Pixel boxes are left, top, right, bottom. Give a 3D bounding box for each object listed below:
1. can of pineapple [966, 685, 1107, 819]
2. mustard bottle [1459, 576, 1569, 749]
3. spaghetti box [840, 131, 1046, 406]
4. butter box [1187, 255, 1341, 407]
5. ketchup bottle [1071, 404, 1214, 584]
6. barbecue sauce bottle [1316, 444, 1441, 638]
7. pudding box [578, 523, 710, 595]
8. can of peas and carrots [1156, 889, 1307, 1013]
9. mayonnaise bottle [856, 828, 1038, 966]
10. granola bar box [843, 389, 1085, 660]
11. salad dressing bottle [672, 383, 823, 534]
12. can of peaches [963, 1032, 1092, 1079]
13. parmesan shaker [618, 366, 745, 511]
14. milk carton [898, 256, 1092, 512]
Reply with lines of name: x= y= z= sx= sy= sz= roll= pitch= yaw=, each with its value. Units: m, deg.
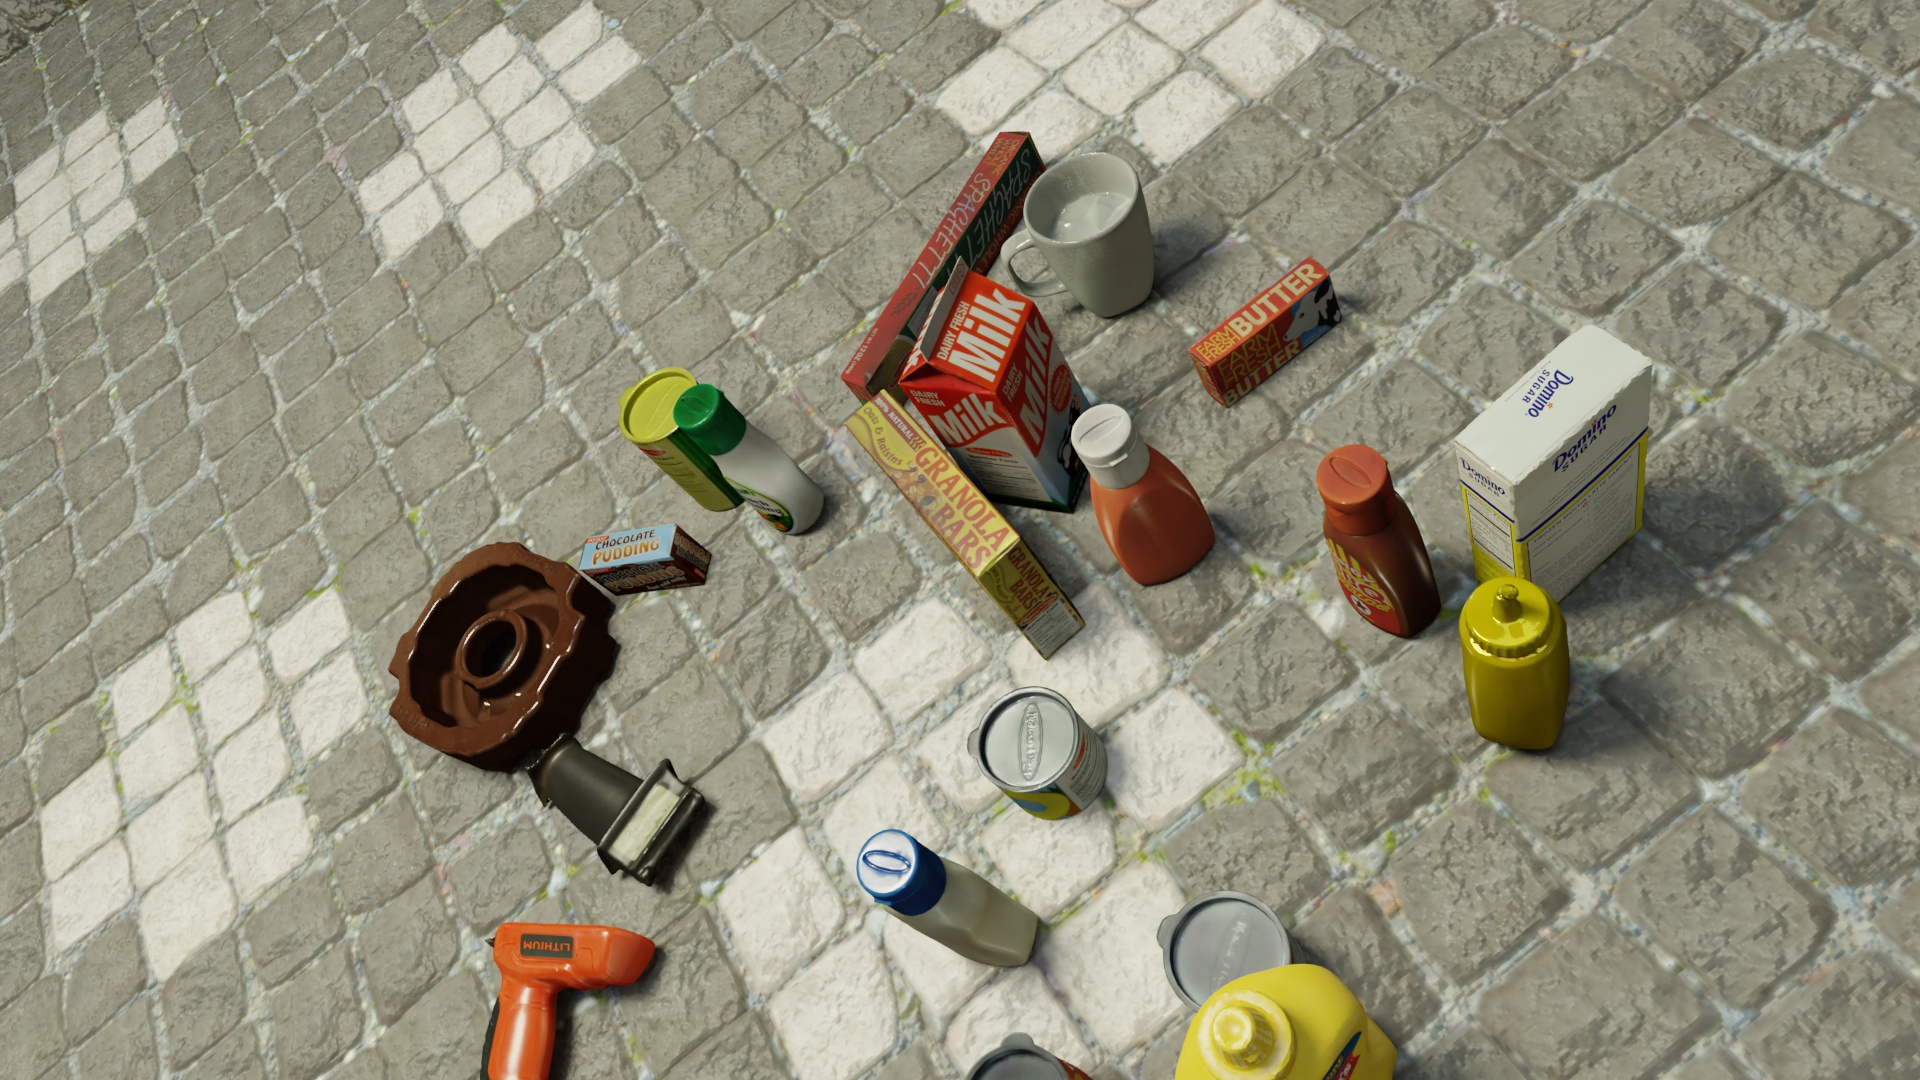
can of pineapple: x=0.048 y=0.129 z=0.839 sx=0.071 sy=0.057 sz=0.071 roll=-12 pitch=57 yaw=19
mustard bottle: x=0.282 y=0.055 z=0.708 sx=0.049 sy=0.159 sz=0.065 roll=5 pitch=64 yaw=28
spaghetti box: x=-0.009 y=-0.208 z=1.073 sx=0.029 sy=0.050 sz=0.251 roll=21 pitch=72 yaw=33
butter box: x=0.204 y=-0.138 z=0.928 sx=0.103 sy=0.053 sz=0.024 roll=-37 pitch=53 yaw=1
ketchup bottle: x=0.108 y=-0.028 z=0.847 sx=0.064 sy=0.148 sz=0.044 roll=-32 pitch=53 yaw=5
barbecue sauce bottle: x=0.230 y=-0.001 z=0.774 sx=0.044 sy=0.148 sz=0.065 roll=-42 pitch=53 yaw=-2
pudding box: x=-0.238 y=0.015 z=1.048 sx=0.083 sy=0.049 sz=0.030 roll=-7 pitch=59 yaw=22
can of peas and carrots: x=0.144 y=0.225 z=0.735 sx=0.071 sy=0.058 sz=0.071 roll=-12 pitch=57 yaw=19
mayonnaise bottle: x=-0.009 y=0.198 z=0.768 sx=0.065 sy=0.147 sz=0.041 roll=6 pitch=65 yaw=28
granola bar box: x=0.003 y=-0.011 z=0.902 sx=0.039 sy=0.124 sz=0.166 roll=-41 pitch=53 yaw=-1
salad dressing bottle: x=-0.150 y=-0.057 z=0.988 sx=0.064 sy=0.147 sz=0.044 roll=24 pitch=74 yaw=34
can of peaches: x=0.039 y=0.304 z=0.738 sx=0.071 sy=0.058 sz=0.071 roll=-12 pitch=57 yaw=19
parmesan shaker: x=-0.203 y=-0.076 z=1.052 sx=0.071 sy=0.102 sz=0.071 roll=-12 pitch=57 yaw=19
milk carton: x=0.023 y=-0.098 z=0.903 sx=0.073 sy=0.190 sz=0.072 roll=9 pitch=66 yaw=30
